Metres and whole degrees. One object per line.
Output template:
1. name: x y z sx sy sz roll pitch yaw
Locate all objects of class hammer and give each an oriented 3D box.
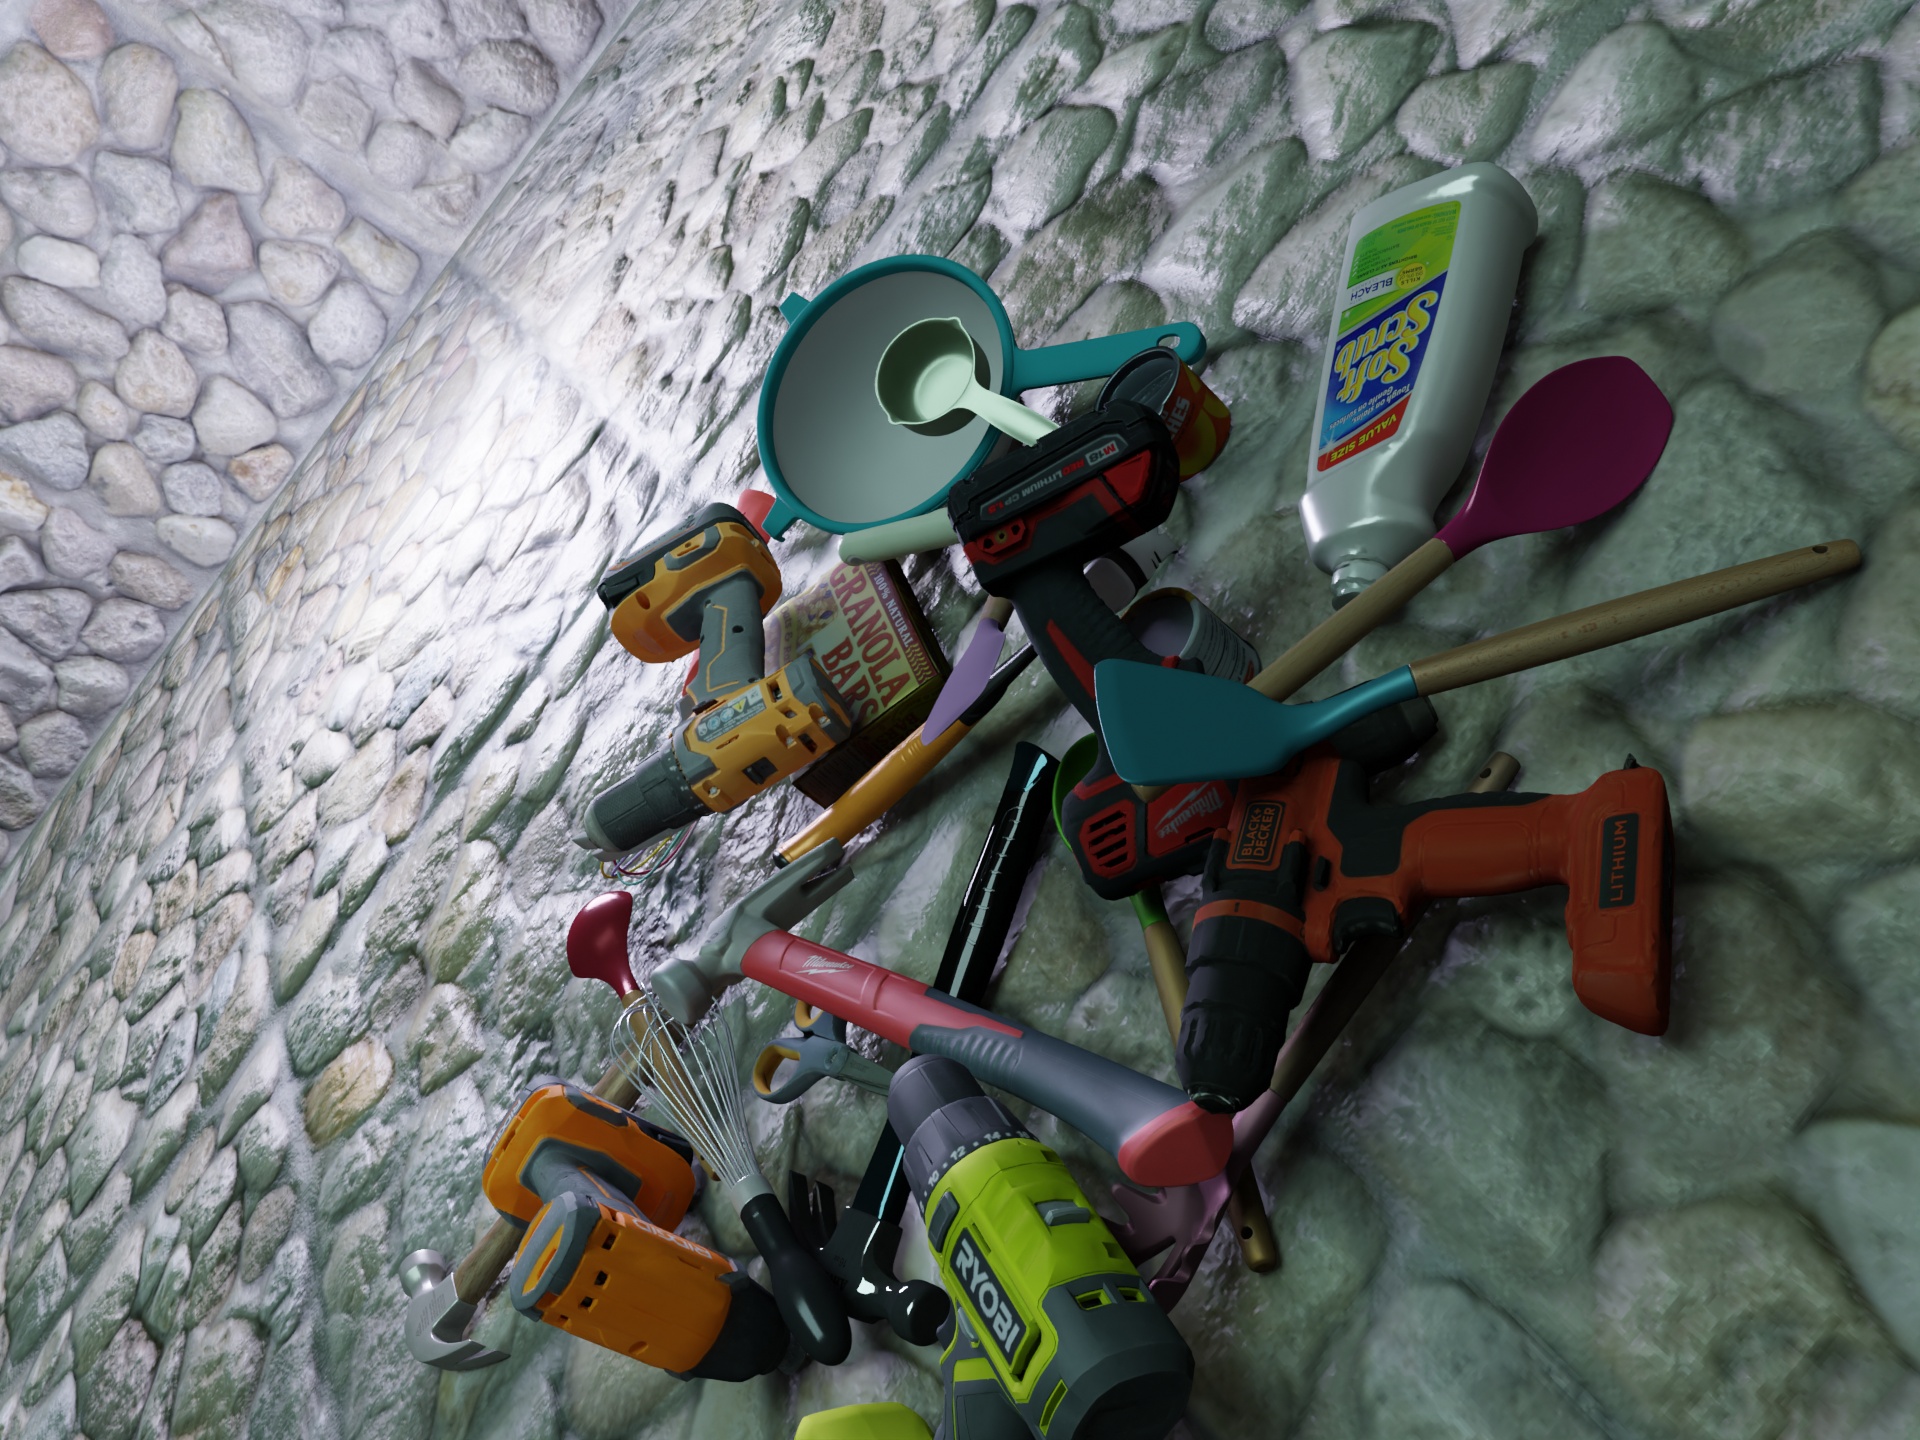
1. hammer: -0.007 0.142 0.807 0.143 0.038 0.386 -38 28 -29
2. hammer: -0.266 0.298 1.072 0.331 0.031 0.130 -52 35 4
3. hammer: -0.005 0.162 0.880 0.128 0.033 0.331 -1 61 48
4. hammer: -0.002 -0.003 0.983 0.337 0.034 0.127 -42 2 29
5. hammer: -0.196 -0.052 1.228 0.149 0.036 0.359 -25 37 29

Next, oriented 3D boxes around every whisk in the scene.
1. whisk: -0.181 0.032 1.182 0.245 0.047 0.051 -47 35 6
2. whisk: 0.015 -0.131 1.024 0.246 0.057 0.059 -8 72 37
3. whisk: -0.128 0.242 0.879 0.070 0.070 0.285 -50 43 7

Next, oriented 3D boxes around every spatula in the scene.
1. spatula: 0.217 -0.031 0.676 0.317 0.044 0.082 -17 40 9
2. spatula: 0.020 -0.060 0.929 0.059 0.018 0.316 -43 10 24

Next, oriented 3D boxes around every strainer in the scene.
1. strainer: 0.020 -0.226 1.128 0.340 0.095 0.211 -4 75 26

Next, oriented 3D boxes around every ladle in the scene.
1. ladle: -0.207 0.198 1.040 0.069 0.031 0.316 -52 36 3

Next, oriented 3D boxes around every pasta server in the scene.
1. pasta server: 0.149 0.138 0.698 0.316 0.040 0.060 -53 31 -7

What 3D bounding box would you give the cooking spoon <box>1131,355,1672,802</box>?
1. cooking spoon: 0.205 -0.064 0.740 0.319 0.069 0.017 -38 -3 -7

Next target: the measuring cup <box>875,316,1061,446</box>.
1. measuring cup: 0.017 -0.206 1.048 0.168 0.038 0.083 34 94 29

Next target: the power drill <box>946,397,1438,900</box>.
1. power drill: 0.110 -0.043 0.791 0.188 0.080 0.227 -25 81 14

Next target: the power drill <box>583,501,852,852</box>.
1. power drill: -0.184 -0.025 1.075 0.185 0.084 0.226 -31 47 7

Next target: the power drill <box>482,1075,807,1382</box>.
1. power drill: -0.180 0.291 0.894 0.084 0.164 0.227 -59 23 -6

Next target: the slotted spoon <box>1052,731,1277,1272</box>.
1. slotted spoon: 0.103 0.126 0.791 0.070 0.031 0.314 -36 41 21

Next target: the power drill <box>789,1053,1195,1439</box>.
1. power drill: -0.005 0.275 0.670 0.191 0.080 0.228 48 124 50
